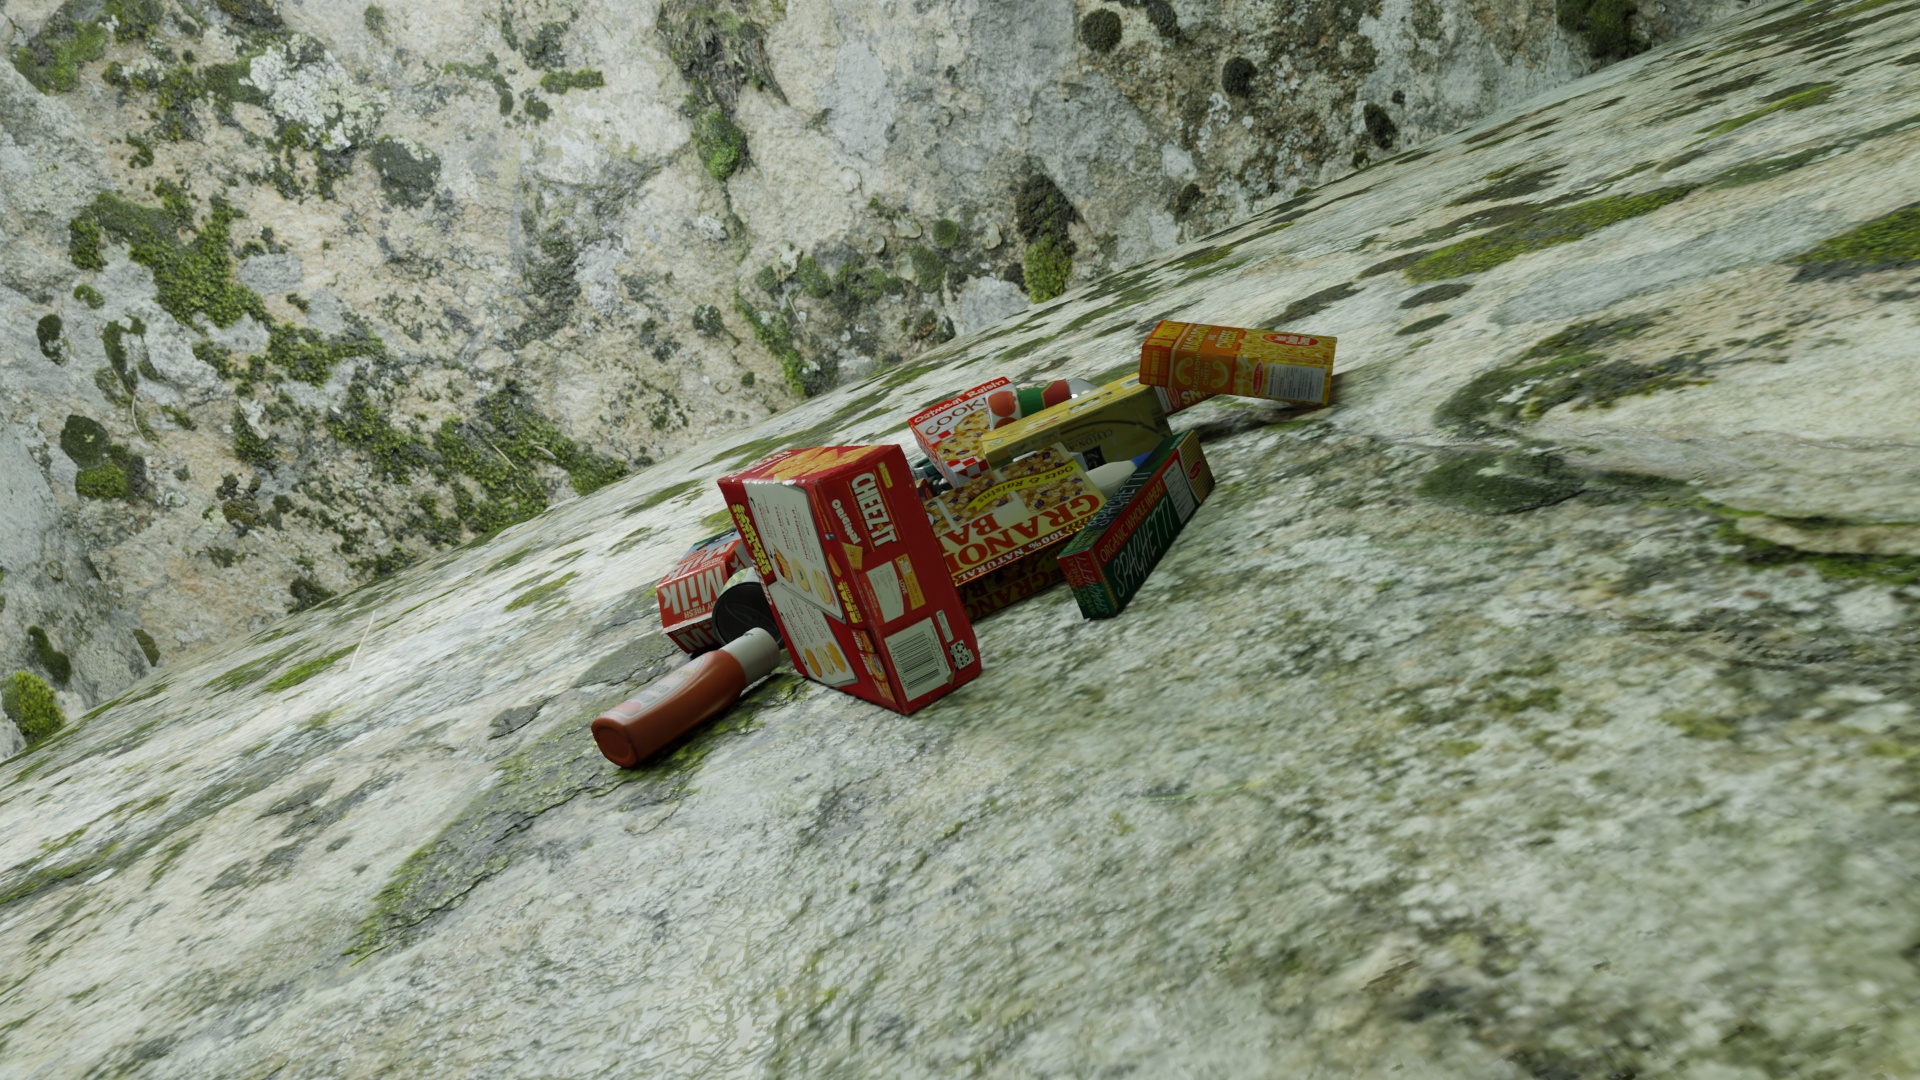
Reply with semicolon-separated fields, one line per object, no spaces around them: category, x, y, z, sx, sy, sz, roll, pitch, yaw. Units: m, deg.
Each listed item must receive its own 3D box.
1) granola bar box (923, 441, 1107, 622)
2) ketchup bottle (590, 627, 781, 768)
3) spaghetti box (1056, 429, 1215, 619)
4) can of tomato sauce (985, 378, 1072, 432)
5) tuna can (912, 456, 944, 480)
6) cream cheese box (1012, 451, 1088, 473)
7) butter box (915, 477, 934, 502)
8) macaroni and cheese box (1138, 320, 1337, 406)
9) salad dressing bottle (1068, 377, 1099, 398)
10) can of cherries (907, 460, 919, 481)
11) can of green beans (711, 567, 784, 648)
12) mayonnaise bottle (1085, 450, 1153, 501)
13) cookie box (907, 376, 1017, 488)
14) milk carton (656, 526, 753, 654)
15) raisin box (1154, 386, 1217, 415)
granola bar box;0.027;-0.001;1.059;0.166;0.039;0.124;-24;34;-4
ketchup bottle;-0.202;0.116;1.049;0.149;0.043;0.064;-32;15;-38
spaghetti box;0.133;-0.017;1.005;0.028;0.050;0.251;-17;14;31
can of tomato sauce;0.071;-0.124;1.391;0.083;0.071;0.071;-11;13;0
tuna can;-0.018;-0.080;1.558;0.071;0.032;0.071;-22;13;5
cream cheese box;0.083;-0.050;1.214;0.024;0.053;0.104;-25;13;-17
butter box;-0.070;-0.020;1.357;0.103;0.053;0.024;-18;16;24
macaroni and cheese box;0.255;-0.164;1.270;0.166;0.040;0.124;8;22;14
salad dressing bottle;0.147;-0.131;1.435;0.044;0.064;0.148;-42;23;-1
can of cherries;-0.069;-0.043;1.418;0.058;0.071;0.071;-25;13;-9
can of green beans;-0.175;0.060;1.180;0.071;0.071;0.058;-22;12;2
mayonnaise bottle;0.112;-0.035;1.135;0.148;0.041;0.065;-22;20;-2
cookie box;0.027;-0.114;1.495;0.123;0.040;0.168;-24;30;-8
milk carton;-0.227;0.047;1.307;0.072;0.073;0.191;-21;13;8
raisin box;0.225;-0.164;1.470;0.123;0.040;0.086;-23;12;-2
